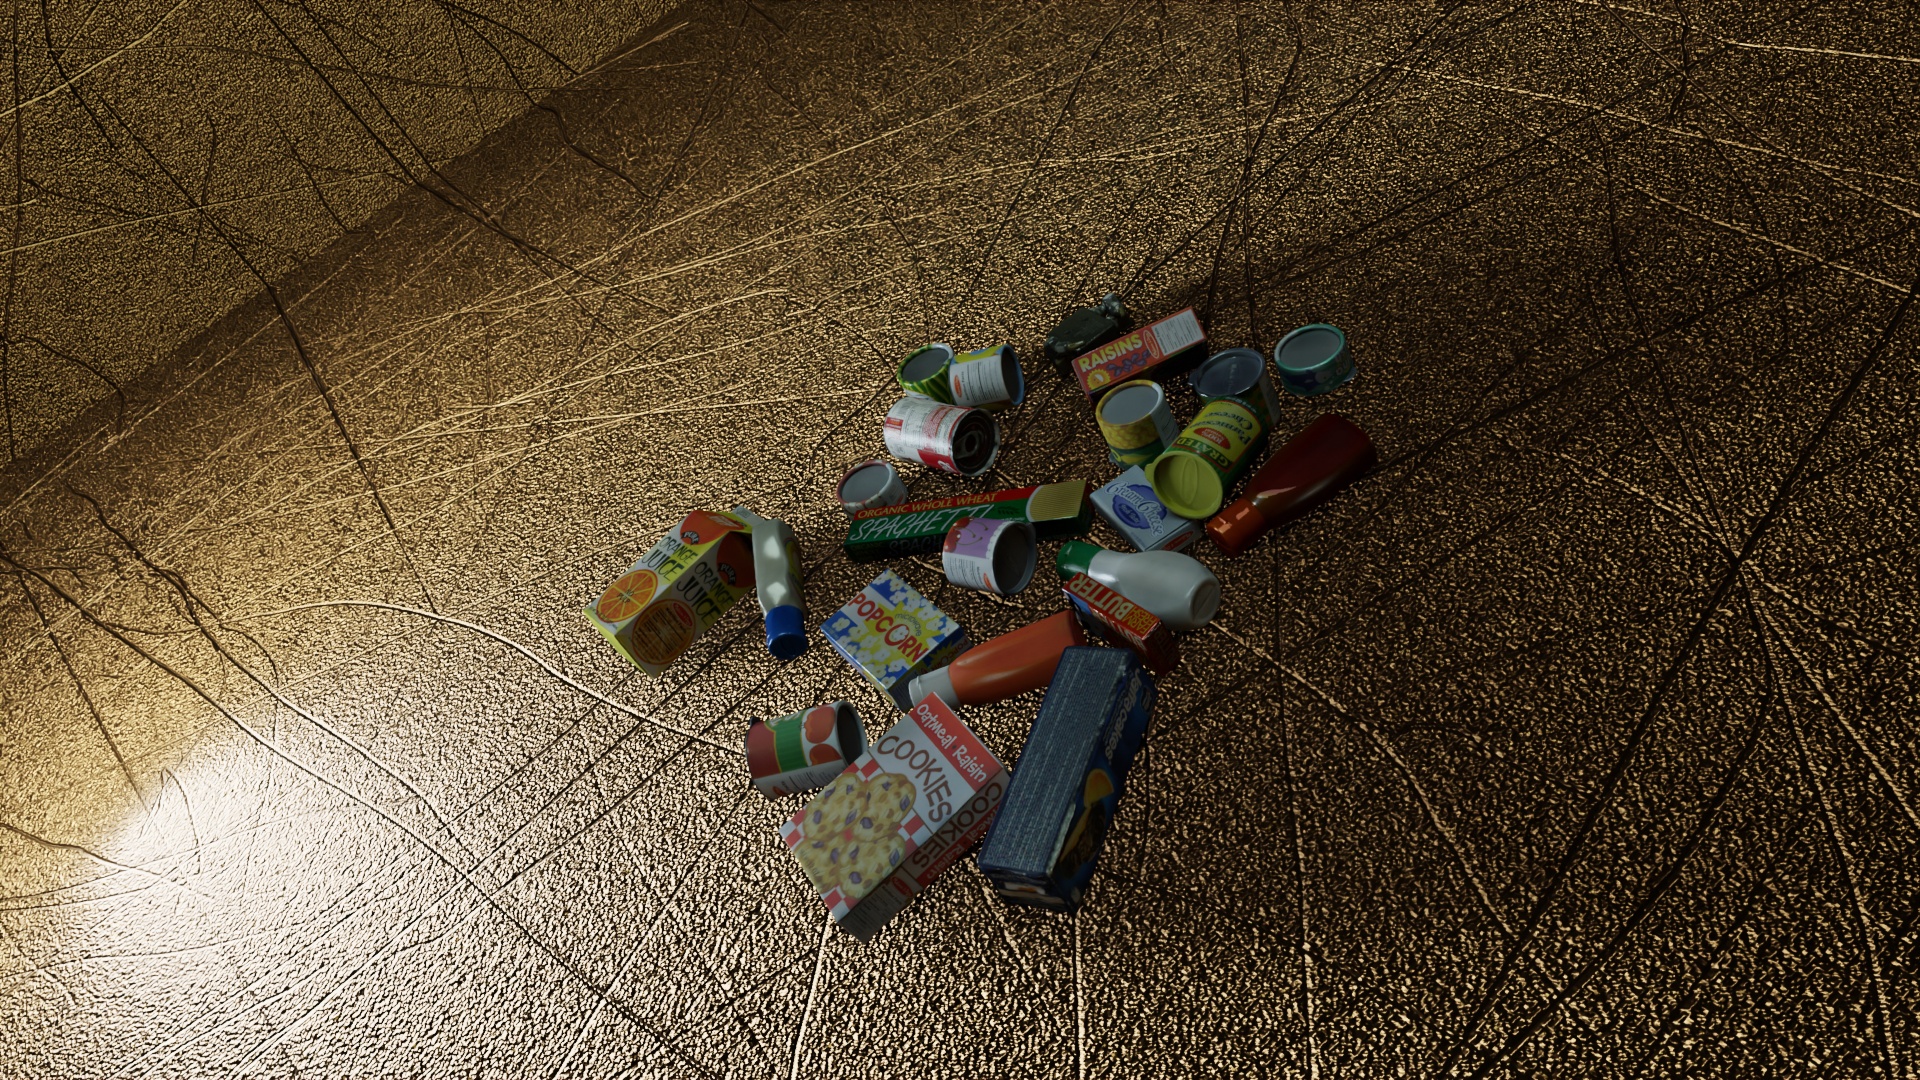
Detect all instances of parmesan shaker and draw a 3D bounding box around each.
[{"bbox_3d":[0.212,-0.074,1.191,0.071,0.071,0.103,5,35,36],"label":"parmesan shaker"}]

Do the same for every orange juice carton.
[{"bbox_3d":[-0.271,0.039,1.386,0.193,0.072,0.072,-45,41,-18],"label":"orange juice carton"}]

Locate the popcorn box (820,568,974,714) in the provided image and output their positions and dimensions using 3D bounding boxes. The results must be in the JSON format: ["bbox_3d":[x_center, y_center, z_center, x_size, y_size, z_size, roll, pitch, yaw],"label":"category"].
[{"bbox_3d":[-0.057,0.087,1.228,0.085,0.038,0.127,-40,40,-13],"label":"popcorn box"}]

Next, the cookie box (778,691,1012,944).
[{"bbox_3d":[-0.046,0.210,1.075,0.167,0.040,0.123,-42,36,-6],"label":"cookie box"}]

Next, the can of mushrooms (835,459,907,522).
[{"bbox_3d":[-0.092,-0.048,1.399,0.071,0.033,0.071,-17,41,16],"label":"can of mushrooms"}]

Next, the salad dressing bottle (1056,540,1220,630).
[{"bbox_3d":[0.145,0.033,1.158,0.148,0.044,0.064,18,66,44],"label":"salad dressing bottle"}]

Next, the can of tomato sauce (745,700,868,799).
[{"bbox_3d":[-0.127,0.172,1.156,0.083,0.071,0.071,-16,41,16],"label":"can of tomato sauce"}]

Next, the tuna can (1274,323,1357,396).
[{"bbox_3d":[0.324,-0.165,1.266,0.071,0.032,0.071,-18,40,16],"label":"tuna can"}]

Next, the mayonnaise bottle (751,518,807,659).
[{"bbox_3d":[-0.170,0.048,1.325,0.041,0.064,0.149,-21,44,6],"label":"mayonnaise bottle"}]

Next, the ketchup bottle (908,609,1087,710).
[{"bbox_3d":[0.031,0.106,1.147,0.149,0.043,0.065,-22,25,11],"label":"ketchup bottle"}]

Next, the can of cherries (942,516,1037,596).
[{"bbox_3d":[0.027,0.012,1.236,0.058,0.071,0.072,6,51,38],"label":"can of cherries"}]

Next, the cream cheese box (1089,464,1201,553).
[{"bbox_3d":[0.161,-0.023,1.221,0.053,0.024,0.104,-32,39,-5],"label":"cream cheese box"}]

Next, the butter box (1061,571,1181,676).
[{"bbox_3d":[0.130,0.067,1.122,0.024,0.053,0.104,-43,40,-13],"label":"butter box"}]

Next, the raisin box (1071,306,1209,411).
[{"bbox_3d":[0.173,-0.170,1.324,0.123,0.086,0.040,-24,80,8],"label":"raisin box"}]

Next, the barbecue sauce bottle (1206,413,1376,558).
[{"bbox_3d":[0.273,-0.044,1.160,0.149,0.043,0.065,-38,39,-8],"label":"barbecue sauce bottle"}]

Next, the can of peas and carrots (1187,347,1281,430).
[{"bbox_3d":[0.248,-0.130,1.256,0.071,0.058,0.071,-18,40,16],"label":"can of peas and carrots"}]

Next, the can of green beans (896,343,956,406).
[{"bbox_3d":[-0.026,-0.166,1.466,0.071,0.057,0.071,-17,40,16],"label":"can of green beans"}]

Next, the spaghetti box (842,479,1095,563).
[{"bbox_3d":[0.005,-0.016,1.309,0.250,0.028,0.050,-7,43,26],"label":"spaghetti box"}]

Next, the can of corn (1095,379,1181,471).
[{"bbox_3d":[0.162,-0.105,1.283,0.071,0.058,0.071,-17,40,15],"label":"can of corn"}]

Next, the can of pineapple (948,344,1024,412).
[{"bbox_3d":[0.028,-0.164,1.425,0.058,0.070,0.071,-10,43,23],"label":"can of pineapple"}]
